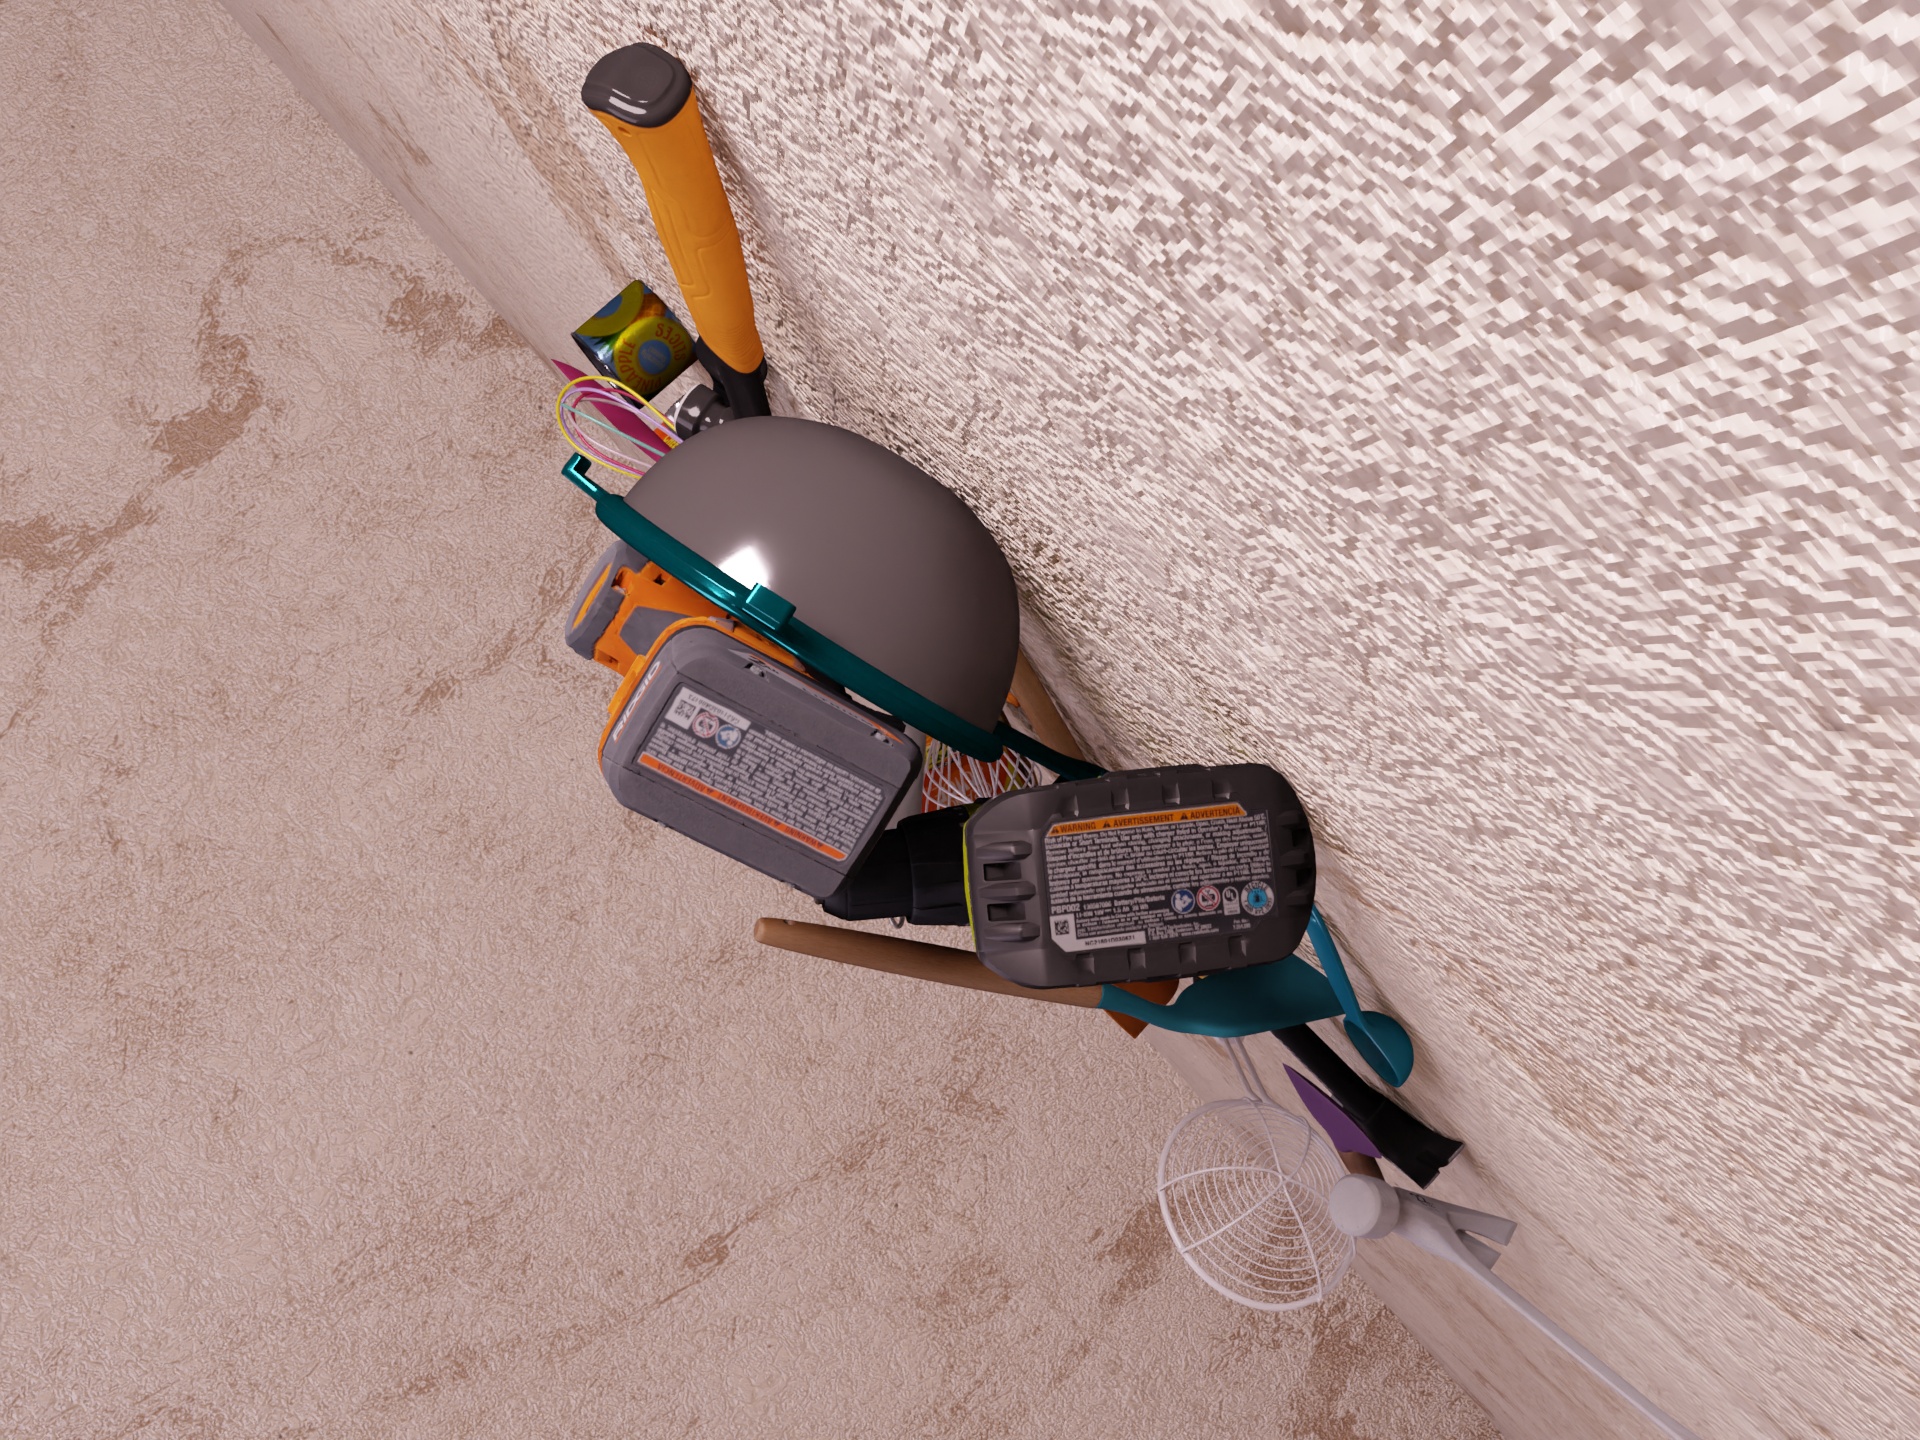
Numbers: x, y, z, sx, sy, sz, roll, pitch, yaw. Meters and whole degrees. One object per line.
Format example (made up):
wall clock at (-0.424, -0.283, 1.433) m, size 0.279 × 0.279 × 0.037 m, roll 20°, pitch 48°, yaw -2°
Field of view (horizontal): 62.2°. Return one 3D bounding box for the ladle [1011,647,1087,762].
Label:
ladle at (0.071, 0.052, 0.975) m, size 0.078 × 0.062 × 0.319 m, roll 22°, pitch 155°, yaw 40°

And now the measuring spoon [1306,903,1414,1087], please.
measuring spoon at (0.193, 0.126, 0.771) m, size 0.128 × 0.021 × 0.042 m, roll 61°, pitch 170°, yaw -28°

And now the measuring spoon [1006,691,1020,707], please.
measuring spoon at (0.014, -0.026, 1.089) m, size 0.021 × 0.011 × 0.117 m, roll 50°, pitch 174°, yaw -26°

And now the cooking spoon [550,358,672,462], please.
cooking spoon at (-0.155, -0.140, 1.065) m, size 0.319 × 0.017 × 0.068 m, roll 42°, pitch -177°, yaw 7°

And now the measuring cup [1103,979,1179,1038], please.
measuring cup at (0.081, 0.135, 1.018) m, size 0.095 × 0.052 × 0.174 m, roll 46°, pitch 180°, yaw -23°

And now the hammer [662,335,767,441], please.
hammer at (-0.146, -0.191, 1.056) m, size 0.149 × 0.036 × 0.409 m, roll 47°, pitch 175°, yaw -5°

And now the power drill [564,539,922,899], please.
power drill at (-0.093, -0.004, 0.730) m, size 0.164 × 0.084 × 0.227 m, roll 29°, pitch -173°, yaw -23°

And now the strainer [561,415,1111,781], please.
strainer at (-0.008, -0.052, 0.754) m, size 0.340 × 0.095 × 0.211 m, roll 28°, pitch -175°, yaw -44°

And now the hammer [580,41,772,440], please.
hammer at (-0.101, -0.177, 0.712) m, size 0.127 × 0.034 × 0.336 m, roll 31°, pitch 168°, yaw 9°

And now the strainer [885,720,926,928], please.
strainer at (-0.024, -0.006, 0.862) m, size 0.086 × 0.050 × 0.259 m, roll 55°, pitch -148°, yaw -52°

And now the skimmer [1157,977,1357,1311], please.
skimmer at (0.180, 0.260, 1.076) m, size 0.127 × 0.090 × 0.363 m, roll 19°, pitch -170°, yaw -3°

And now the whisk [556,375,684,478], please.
whisk at (-0.144, -0.148, 0.993) m, size 0.245 × 0.047 × 0.051 m, roll 27°, pitch 171°, yaw 2°

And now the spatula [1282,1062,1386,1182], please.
spatula at (0.226, 0.247, 0.914) m, size 0.060 × 0.018 × 0.315 m, roll 39°, pitch 174°, yaw 30°

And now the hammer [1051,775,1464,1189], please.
hammer at (0.165, 0.153, 0.940) m, size 0.334 × 0.035 × 0.146 m, roll 45°, pitch 176°, yaw -11°

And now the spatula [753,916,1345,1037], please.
spatula at (0.049, 0.124, 0.808) m, size 0.317 × 0.044 × 0.082 m, roll 14°, pitch -169°, yaw -23°

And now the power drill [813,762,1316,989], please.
power drill at (0.038, 0.065, 0.700) m, size 0.228 × 0.190 × 0.080 m, roll 165°, pitch 100°, yaw -79°

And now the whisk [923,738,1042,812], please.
whisk at (-0.002, -0.004, 0.968) m, size 0.070 × 0.070 × 0.285 m, roll 50°, pitch -172°, yaw -24°

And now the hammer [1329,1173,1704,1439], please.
hammer at (0.363, 0.355, 0.778) m, size 0.144 × 0.035 × 0.406 m, roll 23°, pitch -173°, yaw -38°
